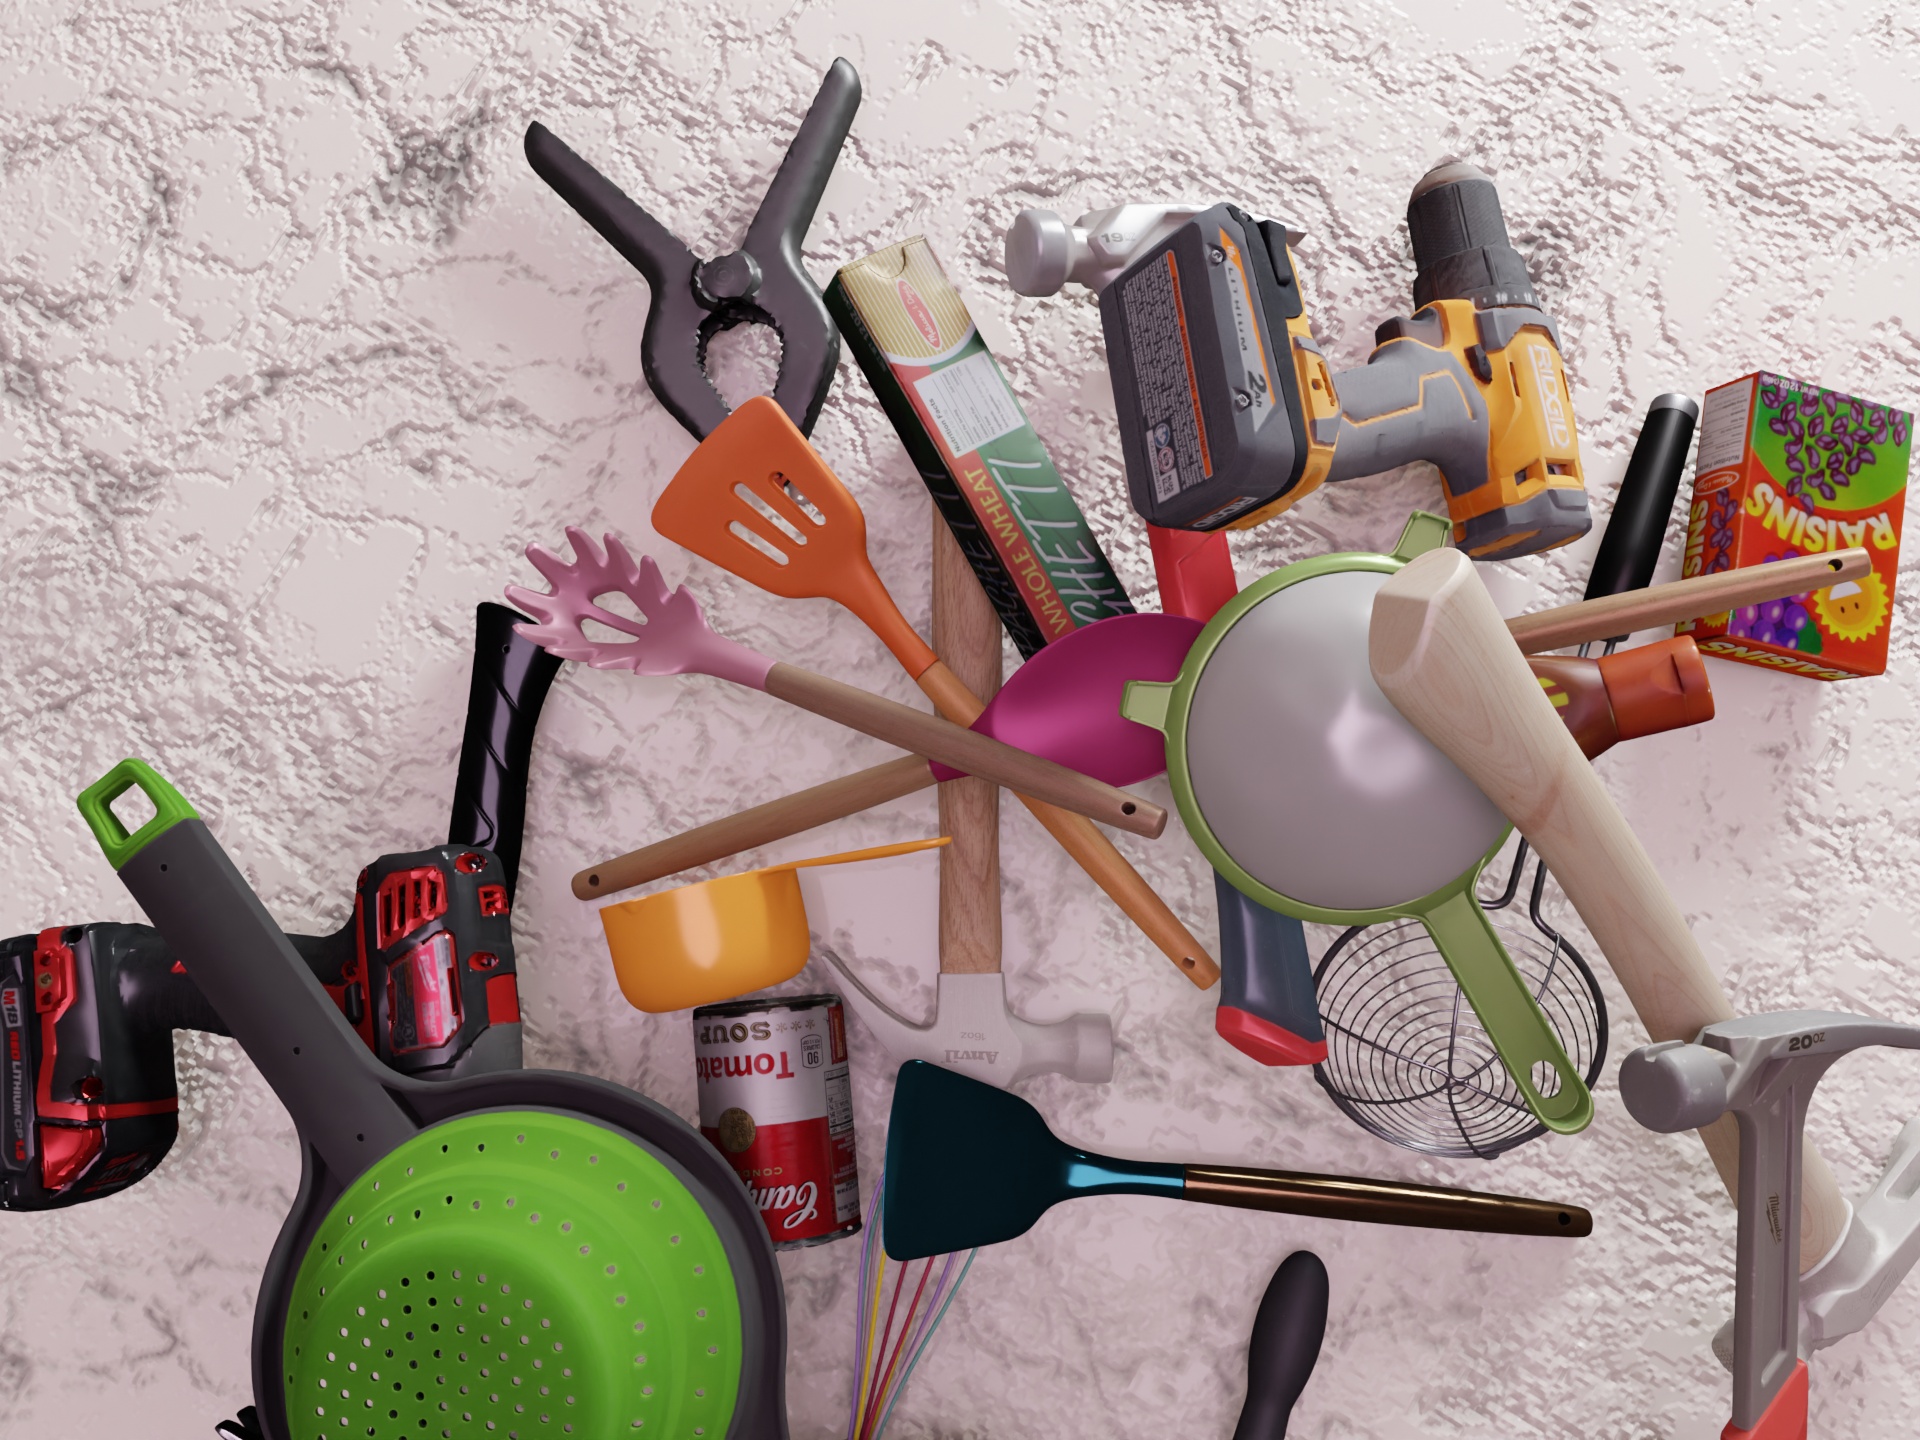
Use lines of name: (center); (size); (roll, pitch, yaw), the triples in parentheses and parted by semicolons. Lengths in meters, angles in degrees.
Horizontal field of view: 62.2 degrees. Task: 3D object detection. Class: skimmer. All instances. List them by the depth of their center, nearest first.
skimmer: (0.265, 0.020, 0.727); (0.127, 0.090, 0.363); (22, 74, 7)

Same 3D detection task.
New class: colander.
colander: (-0.221, 0.171, 0.584); (0.204, 0.094, 0.397); (-39, 83, -3)

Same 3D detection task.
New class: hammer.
hammer: (0.310, 0.291, 0.603); (0.149, 0.037, 0.359); (-1, 92, -26)
hammer: (0.278, 0.094, 0.615); (0.146, 0.038, 0.410); (-43, 113, -13)
hammer: (0.121, -0.045, 0.701); (0.143, 0.038, 0.386); (-6, 79, -20)
hammer: (-0.232, 0.148, 0.722); (0.149, 0.036, 0.409); (6, 83, 3)
hammer: (0.001, 0.001, 0.734); (0.130, 0.031, 0.331); (-1, 83, 1)

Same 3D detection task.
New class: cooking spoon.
cooking spoon: (-0.034, 0.027, 0.692); (0.319, 0.017, 0.069); (-19, 87, 17)

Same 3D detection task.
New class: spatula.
spatula: (0.124, 0.205, 0.693); (0.317, 0.044, 0.082); (6, 72, -3)
spatula: (-0.001, -0.002, 0.698); (0.081, 0.041, 0.322); (-44, 86, 18)
spatula: (0.229, -0.031, 0.703); (0.316, 0.018, 0.060); (-13, 81, 16)

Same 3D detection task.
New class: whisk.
whisk: (0.110, 0.368, 0.681); (0.070, 0.070, 0.285); (18, 79, 3)
whisk: (-0.035, 0.299, 0.698); (0.051, 0.047, 0.245); (14, 88, 1)

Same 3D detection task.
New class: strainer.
strainer: (0.184, 0.055, 0.613); (0.151, 0.069, 0.256); (-30, 92, 1)

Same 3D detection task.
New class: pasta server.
pasta server: (-0.060, -0.012, 0.676); (0.316, 0.040, 0.060); (21, 78, 23)

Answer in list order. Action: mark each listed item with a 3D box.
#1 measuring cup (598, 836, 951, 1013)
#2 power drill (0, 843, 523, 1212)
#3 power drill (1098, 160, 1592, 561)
measuring cup: (-0.074, 0.087, 0.677); (0.173, 0.095, 0.052); (-14, 86, 28)
power drill: (-0.294, 0.139, 0.676); (0.219, 0.078, 0.143); (-10, 80, 4)
power drill: (0.173, -0.164, 0.688); (0.226, 0.084, 0.185); (-2, 78, -31)
